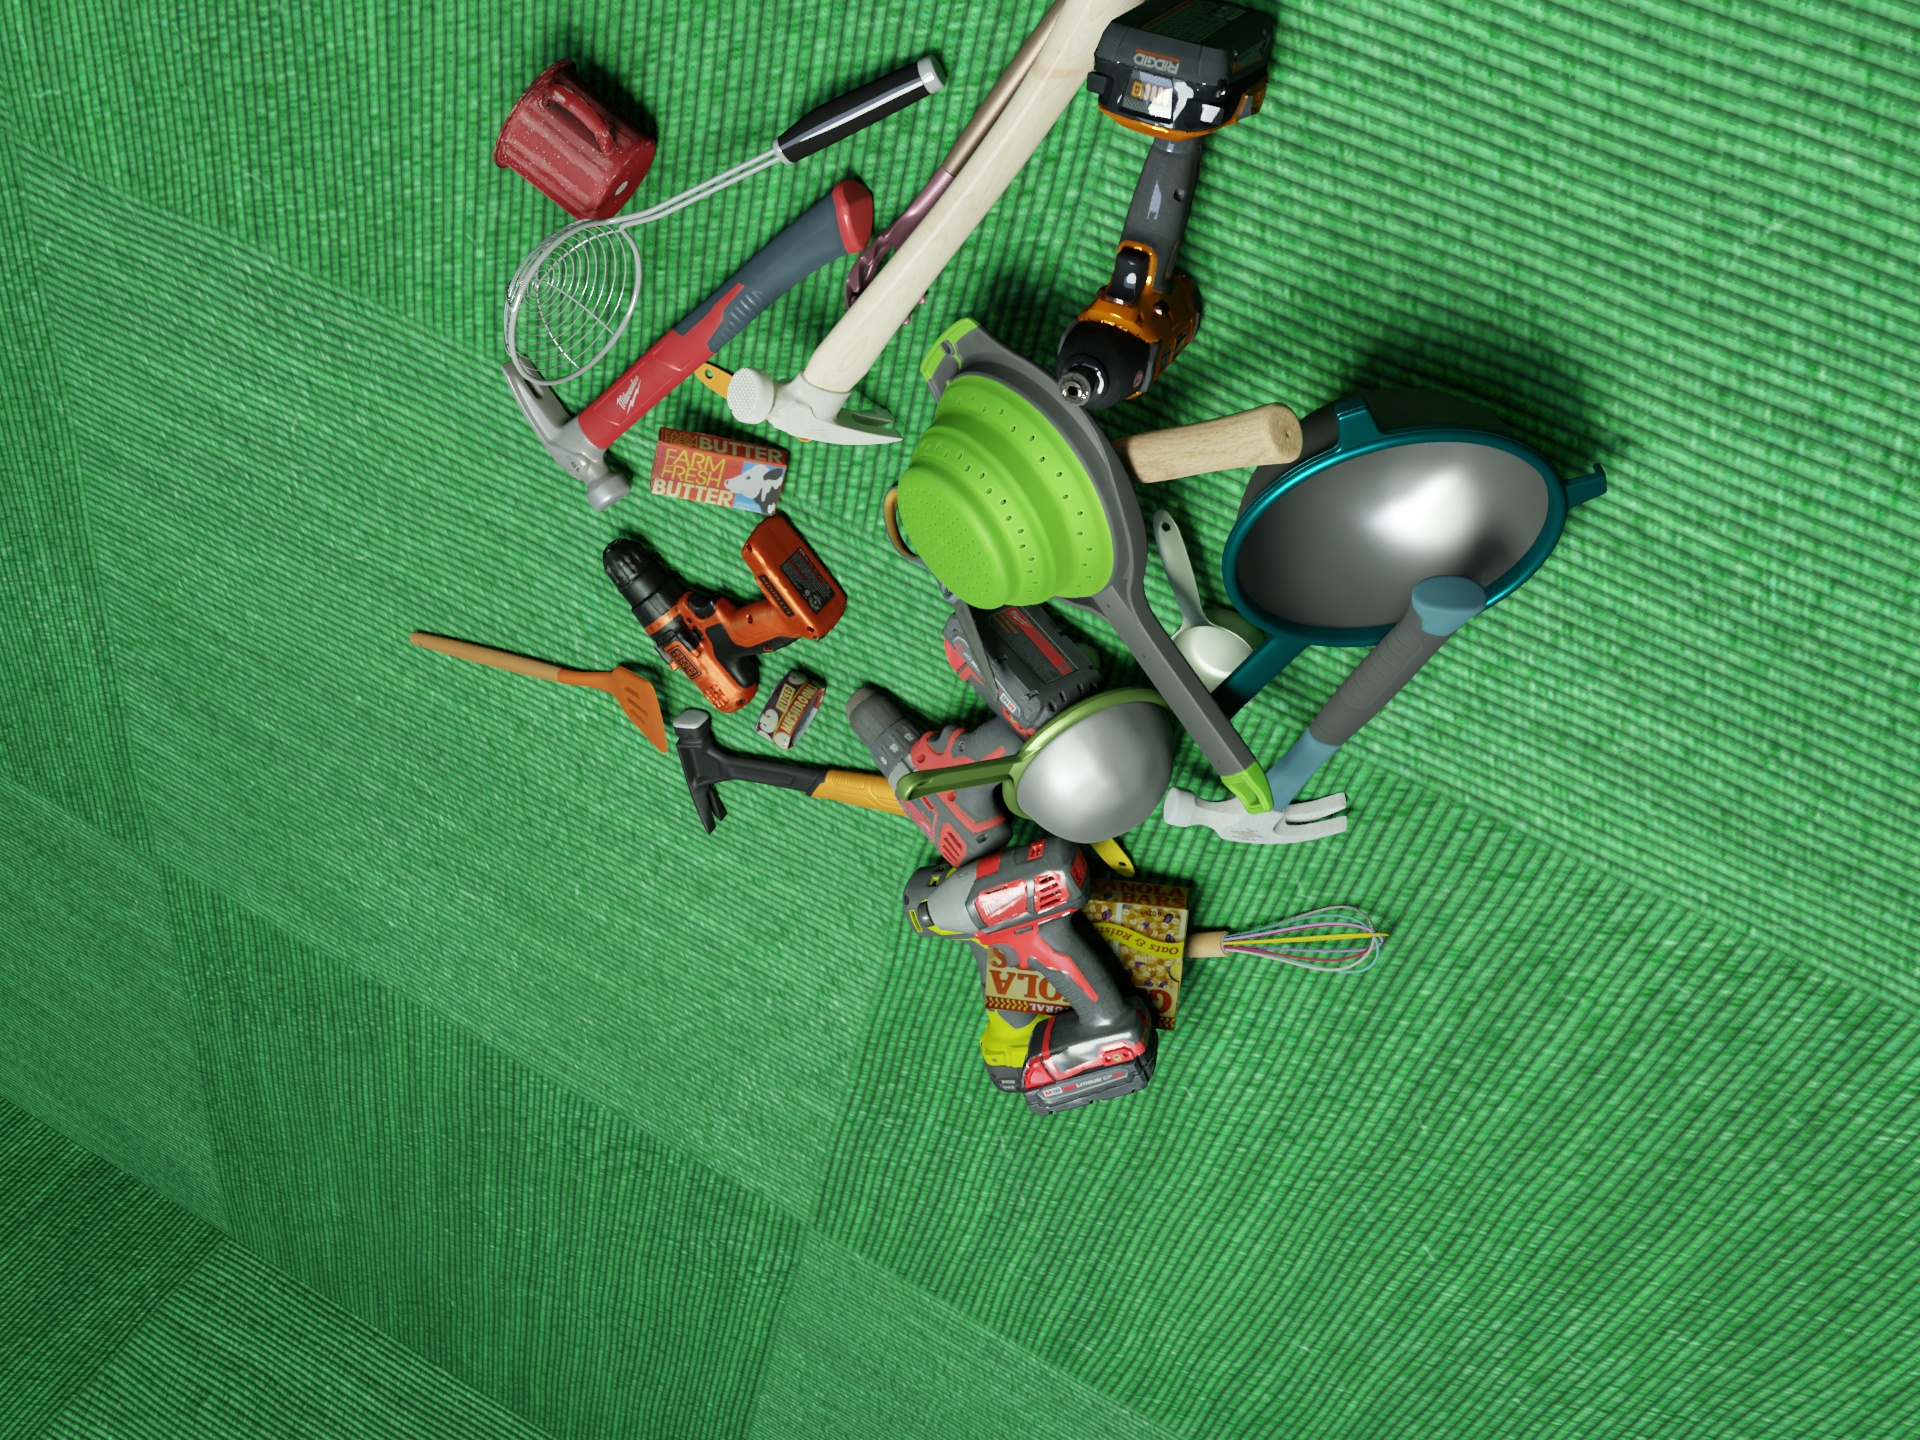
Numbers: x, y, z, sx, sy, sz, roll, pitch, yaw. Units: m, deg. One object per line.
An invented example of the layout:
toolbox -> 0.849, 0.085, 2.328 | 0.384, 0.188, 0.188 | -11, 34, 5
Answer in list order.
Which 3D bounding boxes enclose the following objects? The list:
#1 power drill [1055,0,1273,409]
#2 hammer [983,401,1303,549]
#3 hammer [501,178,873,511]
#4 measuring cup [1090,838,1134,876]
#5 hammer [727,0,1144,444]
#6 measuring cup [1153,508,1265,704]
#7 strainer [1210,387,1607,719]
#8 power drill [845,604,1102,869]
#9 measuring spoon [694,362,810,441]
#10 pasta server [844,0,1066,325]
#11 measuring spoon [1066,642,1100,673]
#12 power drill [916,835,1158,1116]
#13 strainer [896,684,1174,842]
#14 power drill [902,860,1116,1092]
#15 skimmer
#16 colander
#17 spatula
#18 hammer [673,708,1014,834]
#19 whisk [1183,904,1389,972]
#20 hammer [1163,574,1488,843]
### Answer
power drill -> 0.111, -0.299, 0.954 | 0.084, 0.164, 0.226 | 21, 130, 15
hammer -> 0.109, -0.168, 1.043 | 0.130, 0.031, 0.331 | 59, 158, -18
hammer -> -0.211, -0.306, 1.218 | 0.386, 0.038, 0.143 | -28, 100, 40
measuring cup -> 0.105, 0.072, 1.337 | 0.062, 0.029, 0.156 | -19, 123, 36
hammer -> 0.007, -0.335, 1.043 | 0.410, 0.146, 0.038 | -46, 59, 35
measuring cup -> 0.176, -0.086, 1.164 | 0.083, 0.038, 0.167 | -6, 118, 33
strainer -> 0.240, -0.110, 1.058 | 0.211, 0.095, 0.340 | 10, 146, -21
power drill -> -0.002, -0.004, 1.288 | 0.188, 0.080, 0.226 | 49, 137, 19
measuring spoon -> -0.162, -0.253, 1.253 | 0.117, 0.011, 0.021 | 31, 129, 11
pasta server -> 0.012, -0.375, 1.039 | 0.316, 0.060, 0.040 | -44, 58, 41
measuring spoon -> 0.094, 0.000, 1.265 | 0.034, 0.018, 0.124 | 2, 109, 13
power drill -> 0.064, 0.205, 1.294 | 0.143, 0.079, 0.219 | -19, 109, 18
strainer -> 0.070, 0.052, 1.185 | 0.069, 0.256, 0.151 | 57, 136, 30
power drill -> 0.070, 0.221, 1.430 | 0.190, 0.080, 0.228 | -8, 117, 25
skimmer -> -0.164, -0.340, 1.098 | 0.363, 0.127, 0.090 | -18, 86, 22
colander -> 0.071, -0.078, 1.084 | 0.397, 0.094, 0.204 | 54, 160, -4
spatula -> -0.409, -0.044, 1.531 | 0.323, 0.041, 0.081 | 13, 130, 22
hammer -> -0.107, 0.067, 1.444 | 0.337, 0.034, 0.127 | 7, 126, 25
whisk -> 0.244, 0.187, 1.331 | 0.245, 0.047, 0.051 | -10, 106, 40
hammer -> 0.263, 0.002, 1.117 | 0.128, 0.033, 0.330 | 12, 147, -11
